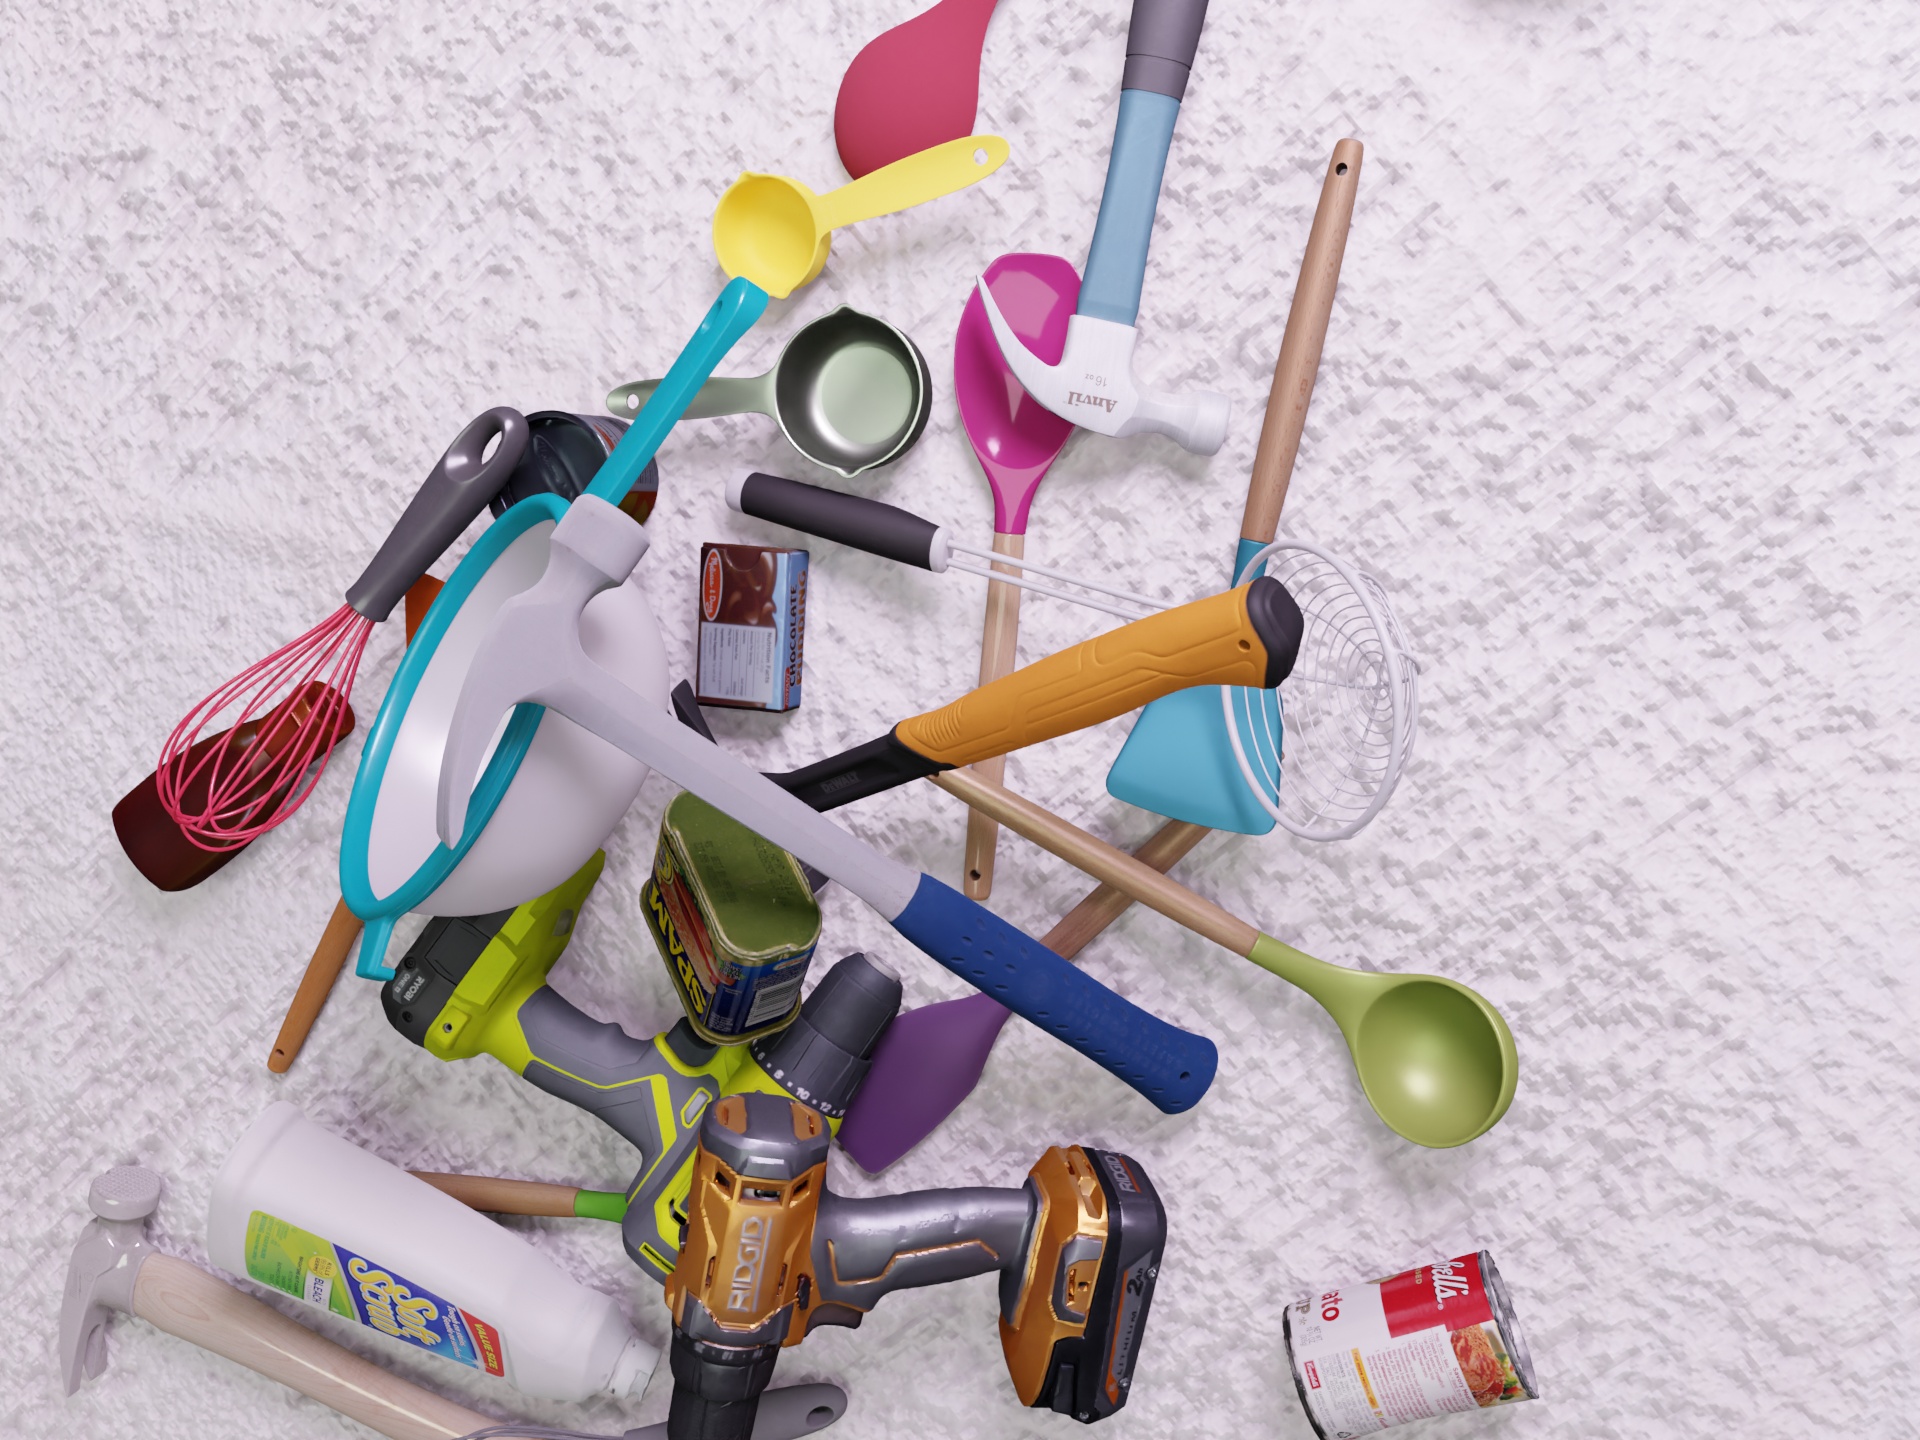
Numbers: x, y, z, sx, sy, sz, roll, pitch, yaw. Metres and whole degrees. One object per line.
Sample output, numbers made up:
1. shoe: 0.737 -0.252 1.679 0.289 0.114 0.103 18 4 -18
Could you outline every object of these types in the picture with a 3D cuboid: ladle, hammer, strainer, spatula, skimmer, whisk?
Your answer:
1. ladle: 0.113 0.097 0.749 0.320 0.062 0.078 29 110 4
2. hammer: 0.090 -0.295 0.718 0.128 0.033 0.331 11 99 -1
3. hammer: -0.001 -0.002 0.708 0.337 0.034 0.127 -20 111 40
4. strainer: -0.162 -0.041 0.730 0.095 0.211 0.340 28 109 -32
5. spatula: 0.143 -0.108 0.735 0.082 0.044 0.317 15 100 19
6. skimmer: 0.031 -0.052 0.718 0.363 0.090 0.127 19 123 22
7. whisk: -0.178 0.393 0.861 0.239 0.055 0.055 -12 95 -2
8. spatula: -0.322 0.069 0.877 0.081 0.041 0.322 30 105 1
9. ladle: 0.043 -0.382 0.734 0.069 0.031 0.315 38 103 0
10. hammer: -0.344 0.403 0.930 0.411 0.038 0.146 19 103 11
11. whisk: -0.311 -0.044 0.802 0.073 0.073 0.296 44 104 5
12. spatula: 0.042 0.118 0.804 0.316 0.018 0.060 -44 81 16
13. hammer: -0.037 0.077 0.697 0.405 0.035 0.144 36 81 -26

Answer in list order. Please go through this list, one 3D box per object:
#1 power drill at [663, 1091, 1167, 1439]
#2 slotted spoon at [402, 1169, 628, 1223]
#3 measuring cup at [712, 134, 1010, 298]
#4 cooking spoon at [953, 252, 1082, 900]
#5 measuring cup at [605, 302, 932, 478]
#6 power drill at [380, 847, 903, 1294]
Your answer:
1. power drill: -0.030 0.284 0.772 0.226 0.084 0.185 10 101 -12
2. slotted spoon: -0.236 0.270 0.890 0.314 0.031 0.070 1 100 15
3. measuring cup: -0.046 -0.248 0.763 0.156 0.029 0.062 -13 102 21
4. cooking spoon: 0.022 -0.066 0.784 0.069 0.017 0.319 7 98 11
5. measuring cup: -0.094 -0.161 0.791 0.167 0.038 0.083 1 98 16
6. power drill: -0.160 0.154 0.823 0.228 0.080 0.190 36 88 6
